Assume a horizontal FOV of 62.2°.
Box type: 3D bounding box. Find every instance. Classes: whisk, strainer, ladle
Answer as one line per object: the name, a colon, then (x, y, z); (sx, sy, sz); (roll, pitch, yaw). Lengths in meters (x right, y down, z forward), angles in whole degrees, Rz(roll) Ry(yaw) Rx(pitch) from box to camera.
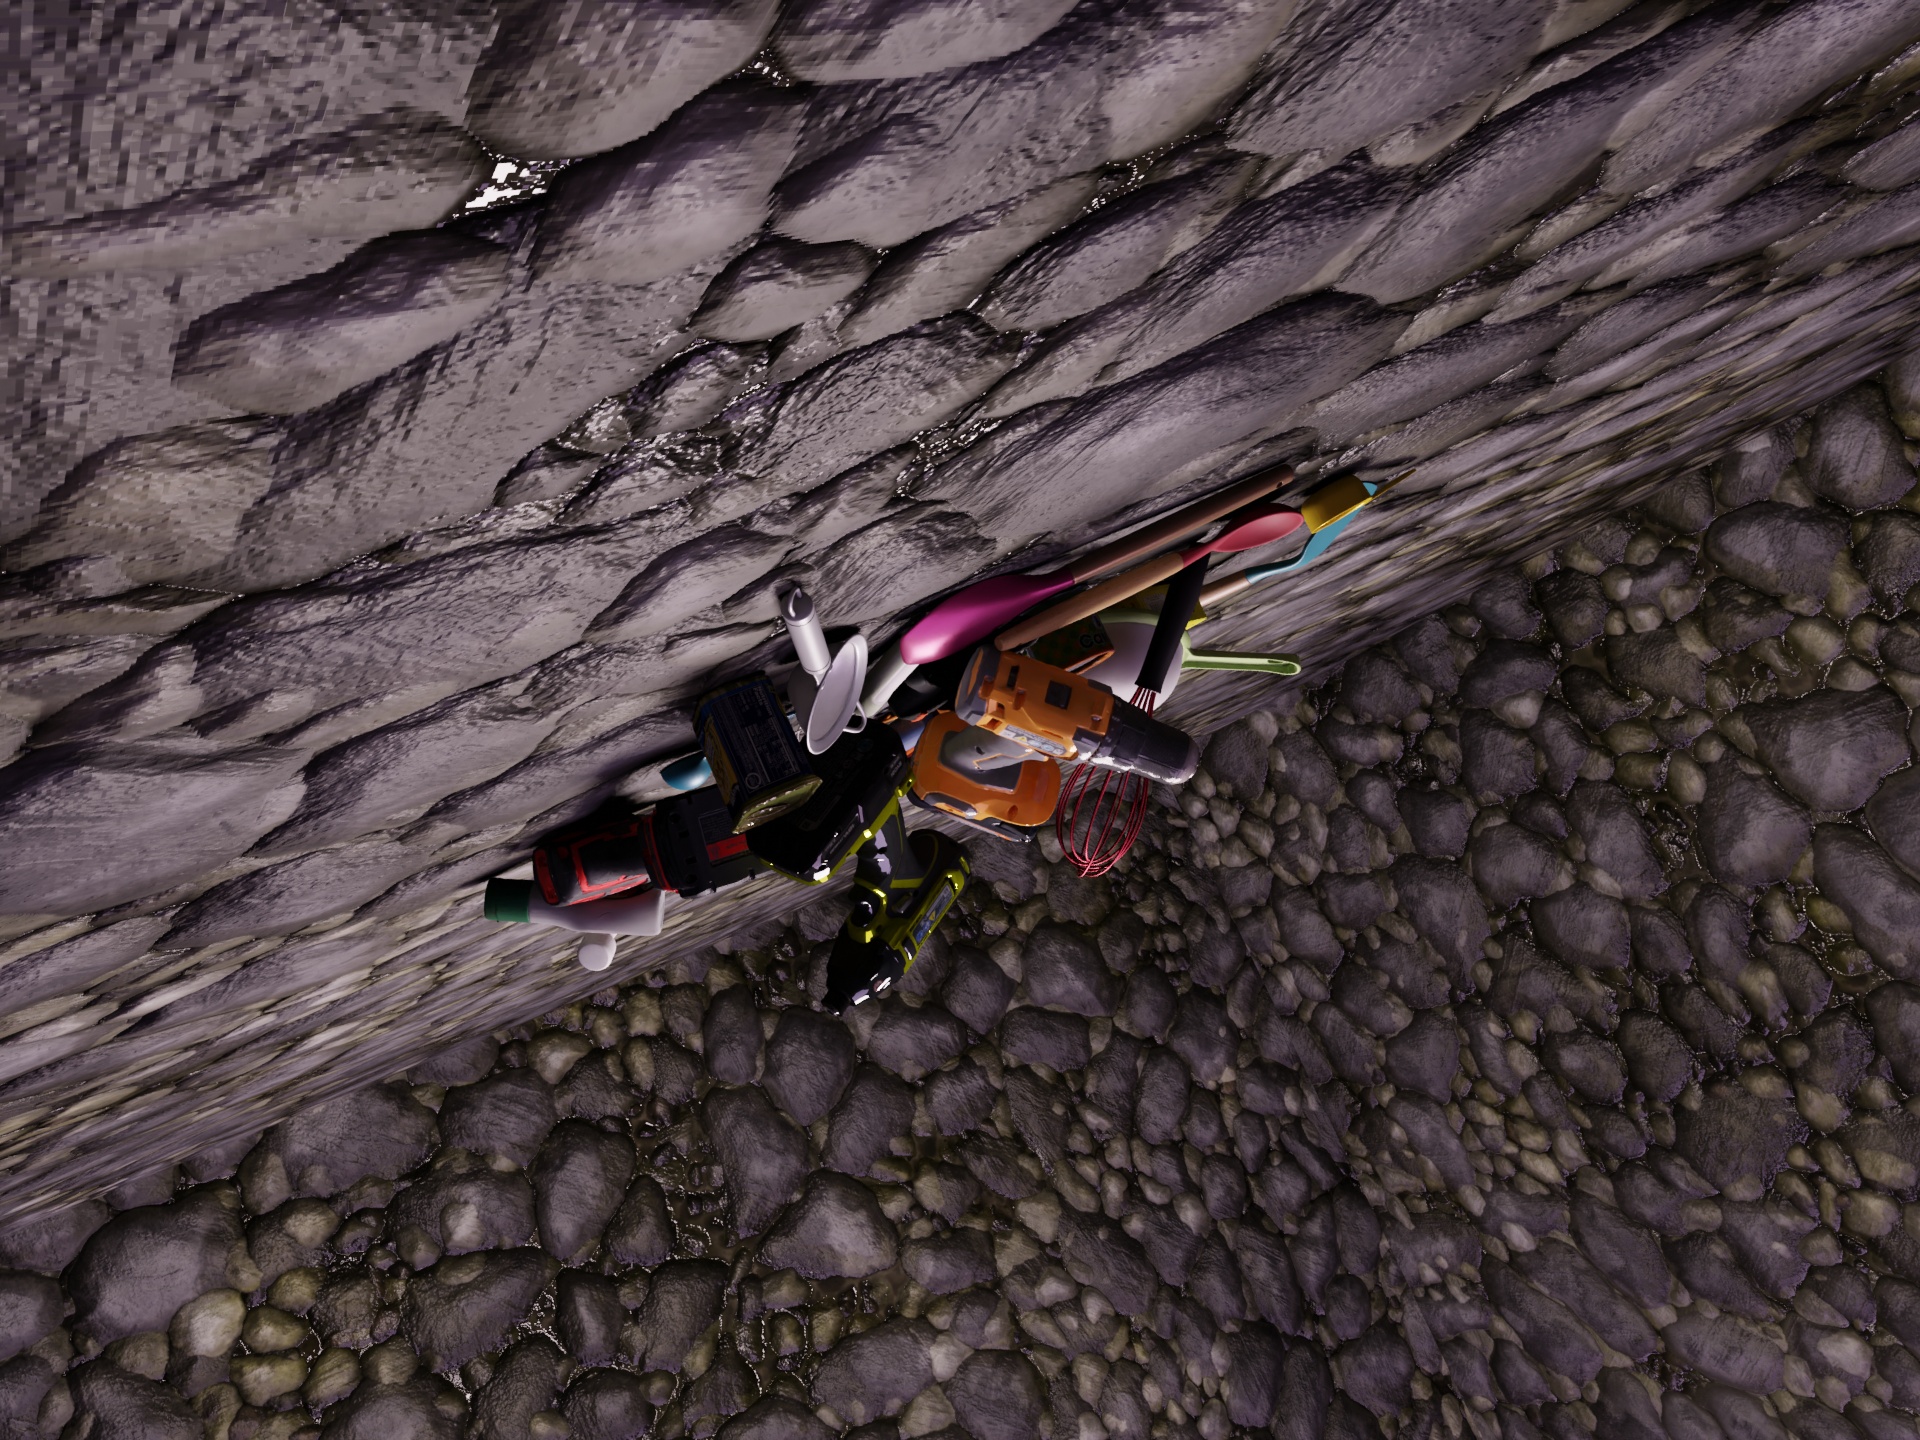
whisk: (0.148, -0.008, 1.320); (0.296, 0.073, 0.073); (-70, 165, 4)
strainer: (0.182, -0.032, 1.402); (0.256, 0.069, 0.151); (2, 153, -11)
whisk: (-0.078, -0.009, 1.226); (0.058, 0.059, 0.246); (-17, 164, -33)
strainer: (-0.092, -0.039, 1.002); (0.258, 0.050, 0.087); (87, 26, -75)
ladle: (0.147, -0.112, 1.211); (0.315, 0.031, 0.069); (-26, 172, -32)

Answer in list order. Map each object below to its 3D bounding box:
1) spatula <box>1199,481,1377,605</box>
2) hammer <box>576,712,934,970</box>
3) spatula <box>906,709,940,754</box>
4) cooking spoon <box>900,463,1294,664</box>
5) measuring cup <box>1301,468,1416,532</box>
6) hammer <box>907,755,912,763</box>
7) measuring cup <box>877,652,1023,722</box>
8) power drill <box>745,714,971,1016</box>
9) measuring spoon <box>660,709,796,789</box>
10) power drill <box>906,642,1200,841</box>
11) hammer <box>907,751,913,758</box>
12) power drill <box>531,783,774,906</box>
spatula: (0.242, -0.135, 1.482); (0.317, 0.044, 0.082); (-24, 174, 29)
hammer: (-0.194, 0.099, 1.520); (0.405, 0.035, 0.144); (-32, -161, 16)
spatula: (-0.088, 0.060, 1.531); (0.322, 0.081, 0.041); (-32, 137, 23)
cooking spoon: (0.100, -0.114, 1.134); (0.319, 0.017, 0.068); (-26, 151, -10)
measuring cup: (0.344, -0.200, 1.358); (0.156, 0.029, 0.062); (-30, 177, -41)
hammer: (0.016, 0.029, 1.586); (0.331, 0.033, 0.128); (-18, 174, 1)
measuring cup: (-0.002, -0.004, 1.399); (0.173, 0.052, 0.095); (-20, -158, 41)
power drill: (-0.077, 0.116, 1.230); (0.171, 0.080, 0.223); (-53, 145, -26)
measuring spoon: (-0.175, 0.025, 1.239); (0.128, 0.021, 0.042); (-25, 173, 18)
power drill: (0.065, 0.026, 1.237); (0.185, 0.084, 0.226); (20, 156, -10)
hammer: (0.025, 0.017, 1.780); (0.359, 0.037, 0.149); (-17, 169, -48)
power drill: (-0.233, 0.099, 1.276); (0.143, 0.078, 0.220); (-16, -179, -44)
